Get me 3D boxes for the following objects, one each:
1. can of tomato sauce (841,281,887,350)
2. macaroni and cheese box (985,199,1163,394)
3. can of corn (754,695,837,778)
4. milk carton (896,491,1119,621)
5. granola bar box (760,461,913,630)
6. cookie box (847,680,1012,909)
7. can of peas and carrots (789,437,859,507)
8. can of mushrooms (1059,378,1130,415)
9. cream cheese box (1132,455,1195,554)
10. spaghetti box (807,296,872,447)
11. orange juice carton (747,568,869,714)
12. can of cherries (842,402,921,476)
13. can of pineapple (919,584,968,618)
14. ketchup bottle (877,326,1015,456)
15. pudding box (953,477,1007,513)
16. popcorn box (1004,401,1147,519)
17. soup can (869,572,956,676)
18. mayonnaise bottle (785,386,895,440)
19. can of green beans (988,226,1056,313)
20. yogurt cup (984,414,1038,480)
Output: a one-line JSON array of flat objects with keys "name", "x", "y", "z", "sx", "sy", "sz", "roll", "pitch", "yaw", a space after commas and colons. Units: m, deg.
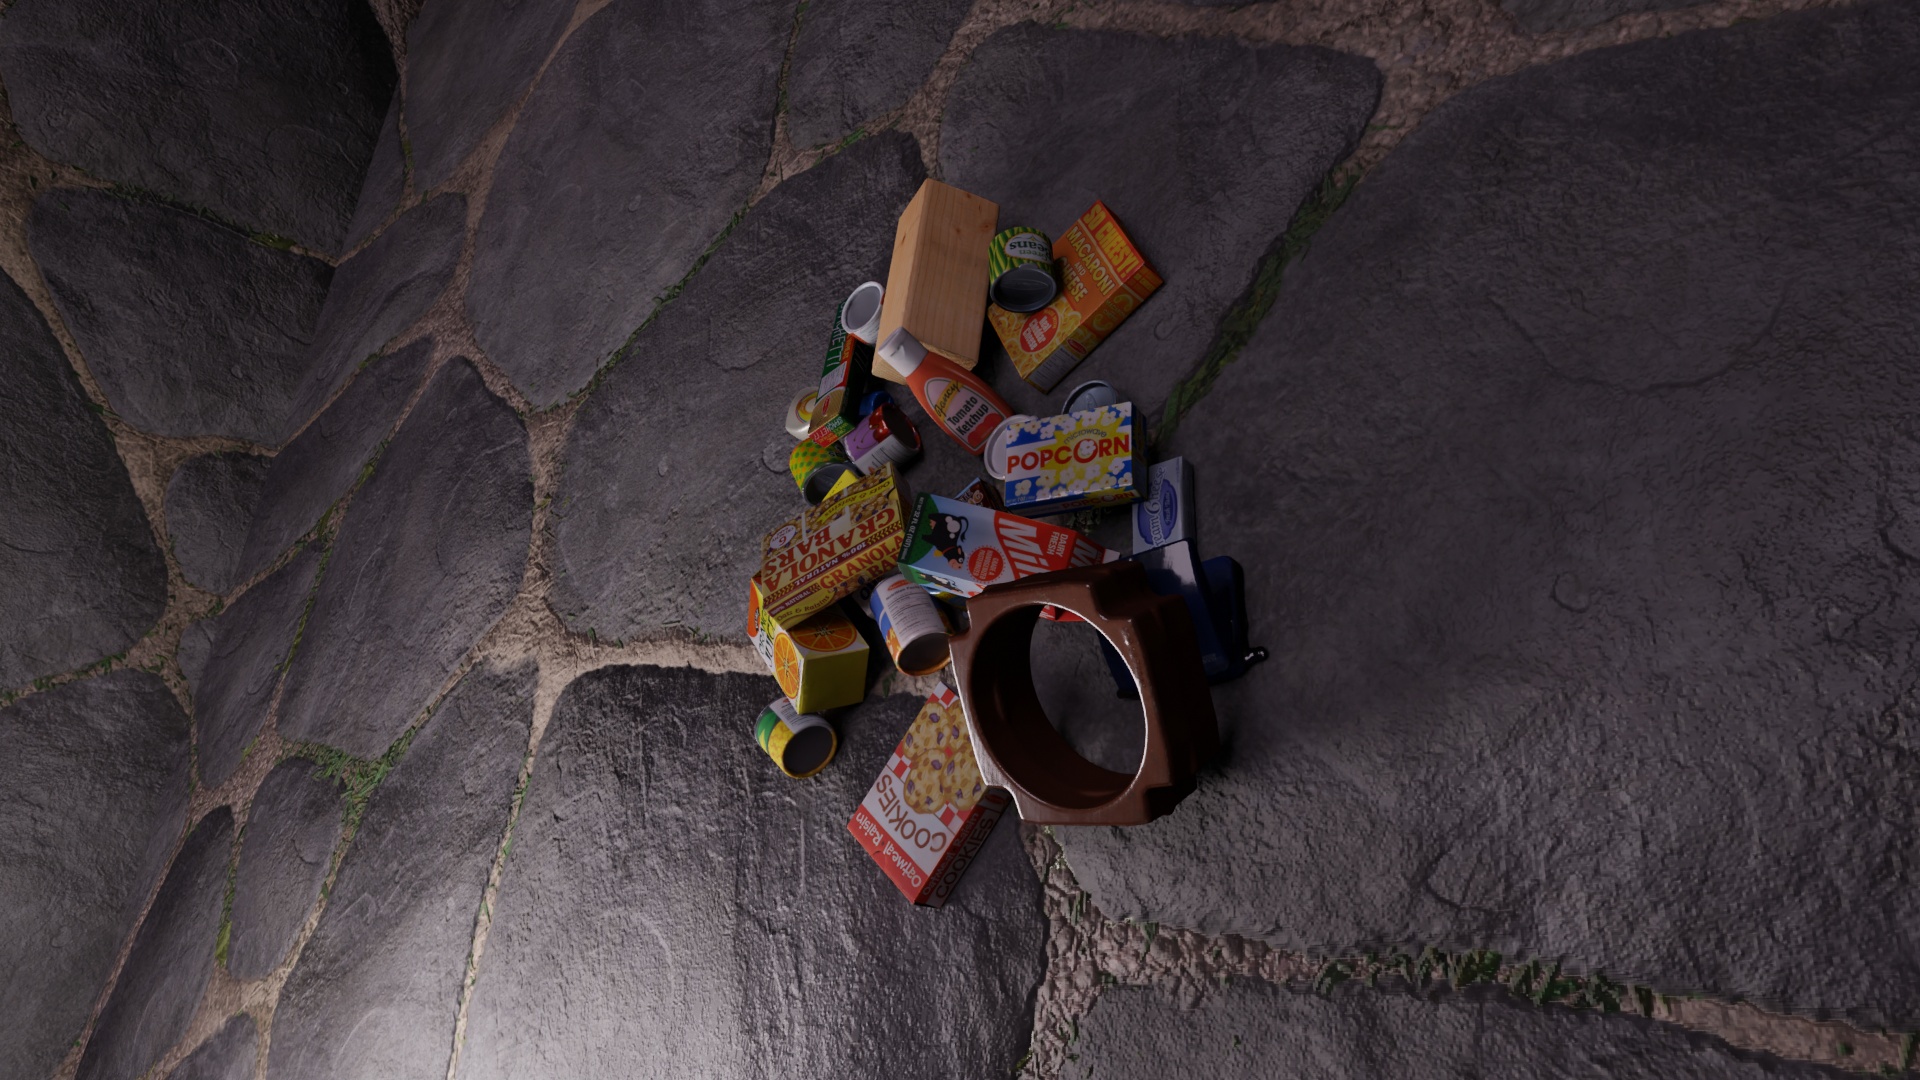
[{"name": "can of tomato sauce", "x": -0.084, "y": -0.245, "z": 1.565, "sx": 0.071, "sy": 0.083, "sz": 0.071, "roll": -23, "pitch": 54, "yaw": 34}, {"name": "macaroni and cheese box", "x": 0.113, "y": -0.247, "z": 1.410, "sx": 0.166, "sy": 0.040, "sz": 0.124, "roll": -42, "pitch": 44, "yaw": 19}, {"name": "can of corn", "x": -0.167, "y": 0.202, "z": 1.411, "sx": 0.058, "sy": 0.071, "sz": 0.071, "roll": 35, "pitch": 94, "yaw": 48}, {"name": "milk carton", "x": 0.045, "y": 0.020, "z": 1.266, "sx": 0.191, "sy": 0.073, "sz": 0.072, "roll": 14, "pitch": 76, "yaw": 9}, {"name": "granola bar box", "x": -0.124, "y": 0.004, "z": 1.402, "sx": 0.165, "sy": 0.039, "sz": 0.125, "roll": -30, "pitch": 35, "yaw": 11}, {"name": "cookie box", "x": -0.020, "y": 0.231, "z": 1.271, "sx": 0.123, "sy": 0.040, "sz": 0.167, "roll": 36, "pitch": 95, "yaw": 48}, {"name": "can of peas and carrots", "x": -0.151, "y": -0.078, "z": 1.549, "sx": 0.071, "sy": 0.071, "sz": 0.059, "roll": -46, "pitch": 43, "yaw": 15}, {"name": "can of mushrooms", "x": 0.128, "y": -0.117, "z": 1.328, "sx": 0.071, "sy": 0.033, "sz": 0.071, "roll": -21, "pitch": 55, "yaw": 34}, {"name": "cream cheese box", "x": 0.180, "y": -0.021, "z": 1.230, "sx": 0.053, "sy": 0.024, "sz": 0.104, "roll": -20, "pitch": 55, "yaw": 37}, {"name": "spaghetti box", "x": -0.129, "y": -0.203, "z": 1.578, "sx": 0.050, "sy": 0.028, "sz": 0.251, "roll": -29, "pitch": 34, "yaw": 30}, {"name": "orange juice carton", "x": -0.169, "y": 0.092, "z": 1.450, "sx": 0.193, "sy": 0.073, "sz": 0.071, "roll": 48, "pitch": 138, "yaw": 47}, {"name": "can of cherries", "x": -0.085, "y": -0.108, "z": 1.502, "sx": 0.058, "sy": 0.071, "sz": 0.072, "roll": -37, "pitch": 47, "yaw": 24}, {"name": "can of pineapple", "x": 0.000, "y": 0.032, "z": 1.349, "sx": 0.071, "sy": 0.058, "sz": 0.071, "roll": -22, "pitch": 55, "yaw": 34}, {"name": "ketchup bottle", "x": -0.017, "y": -0.154, "z": 1.402, "sx": 0.064, "sy": 0.148, "sz": 0.044, "roll": -44, "pitch": 16, "yaw": 17}, {"name": "pudding box", "x": 0.005, "y": -0.017, "z": 1.393, "sx": 0.083, "sy": 0.030, "sz": 0.050, "roll": -41, "pitch": 44, "yaw": 20}, {"name": "popcorn box", "x": 0.104, "y": -0.071, "z": 1.261, "sx": 0.126, "sy": 0.038, "sz": 0.085, "roll": -9, "pitch": 64, "yaw": 25}, {"name": "soup can", "x": -0.045, "y": 0.083, "z": 1.361, "sx": 0.071, "sy": 0.071, "sz": 0.084, "roll": -44, "pitch": 45, "yaw": 17}, {"name": "mayonnaise bottle", "x": -0.137, "y": -0.149, "z": 1.594, "sx": 0.148, "sy": 0.041, "sz": 0.065, "roll": 0, "pitch": 63, "yaw": 44}, {"name": "can of green beans", "x": 0.062, "y": -0.271, "z": 1.392, "sx": 0.071, "sy": 0.071, "sz": 0.058, "roll": -26, "pitch": 50, "yaw": 32}, {"name": "yogurt cup", "x": 0.065, "y": -0.082, "z": 1.353, "sx": 0.072, "sy": 0.054, "sz": 0.073, "roll": -22, "pitch": 54, "yaw": 35}]
